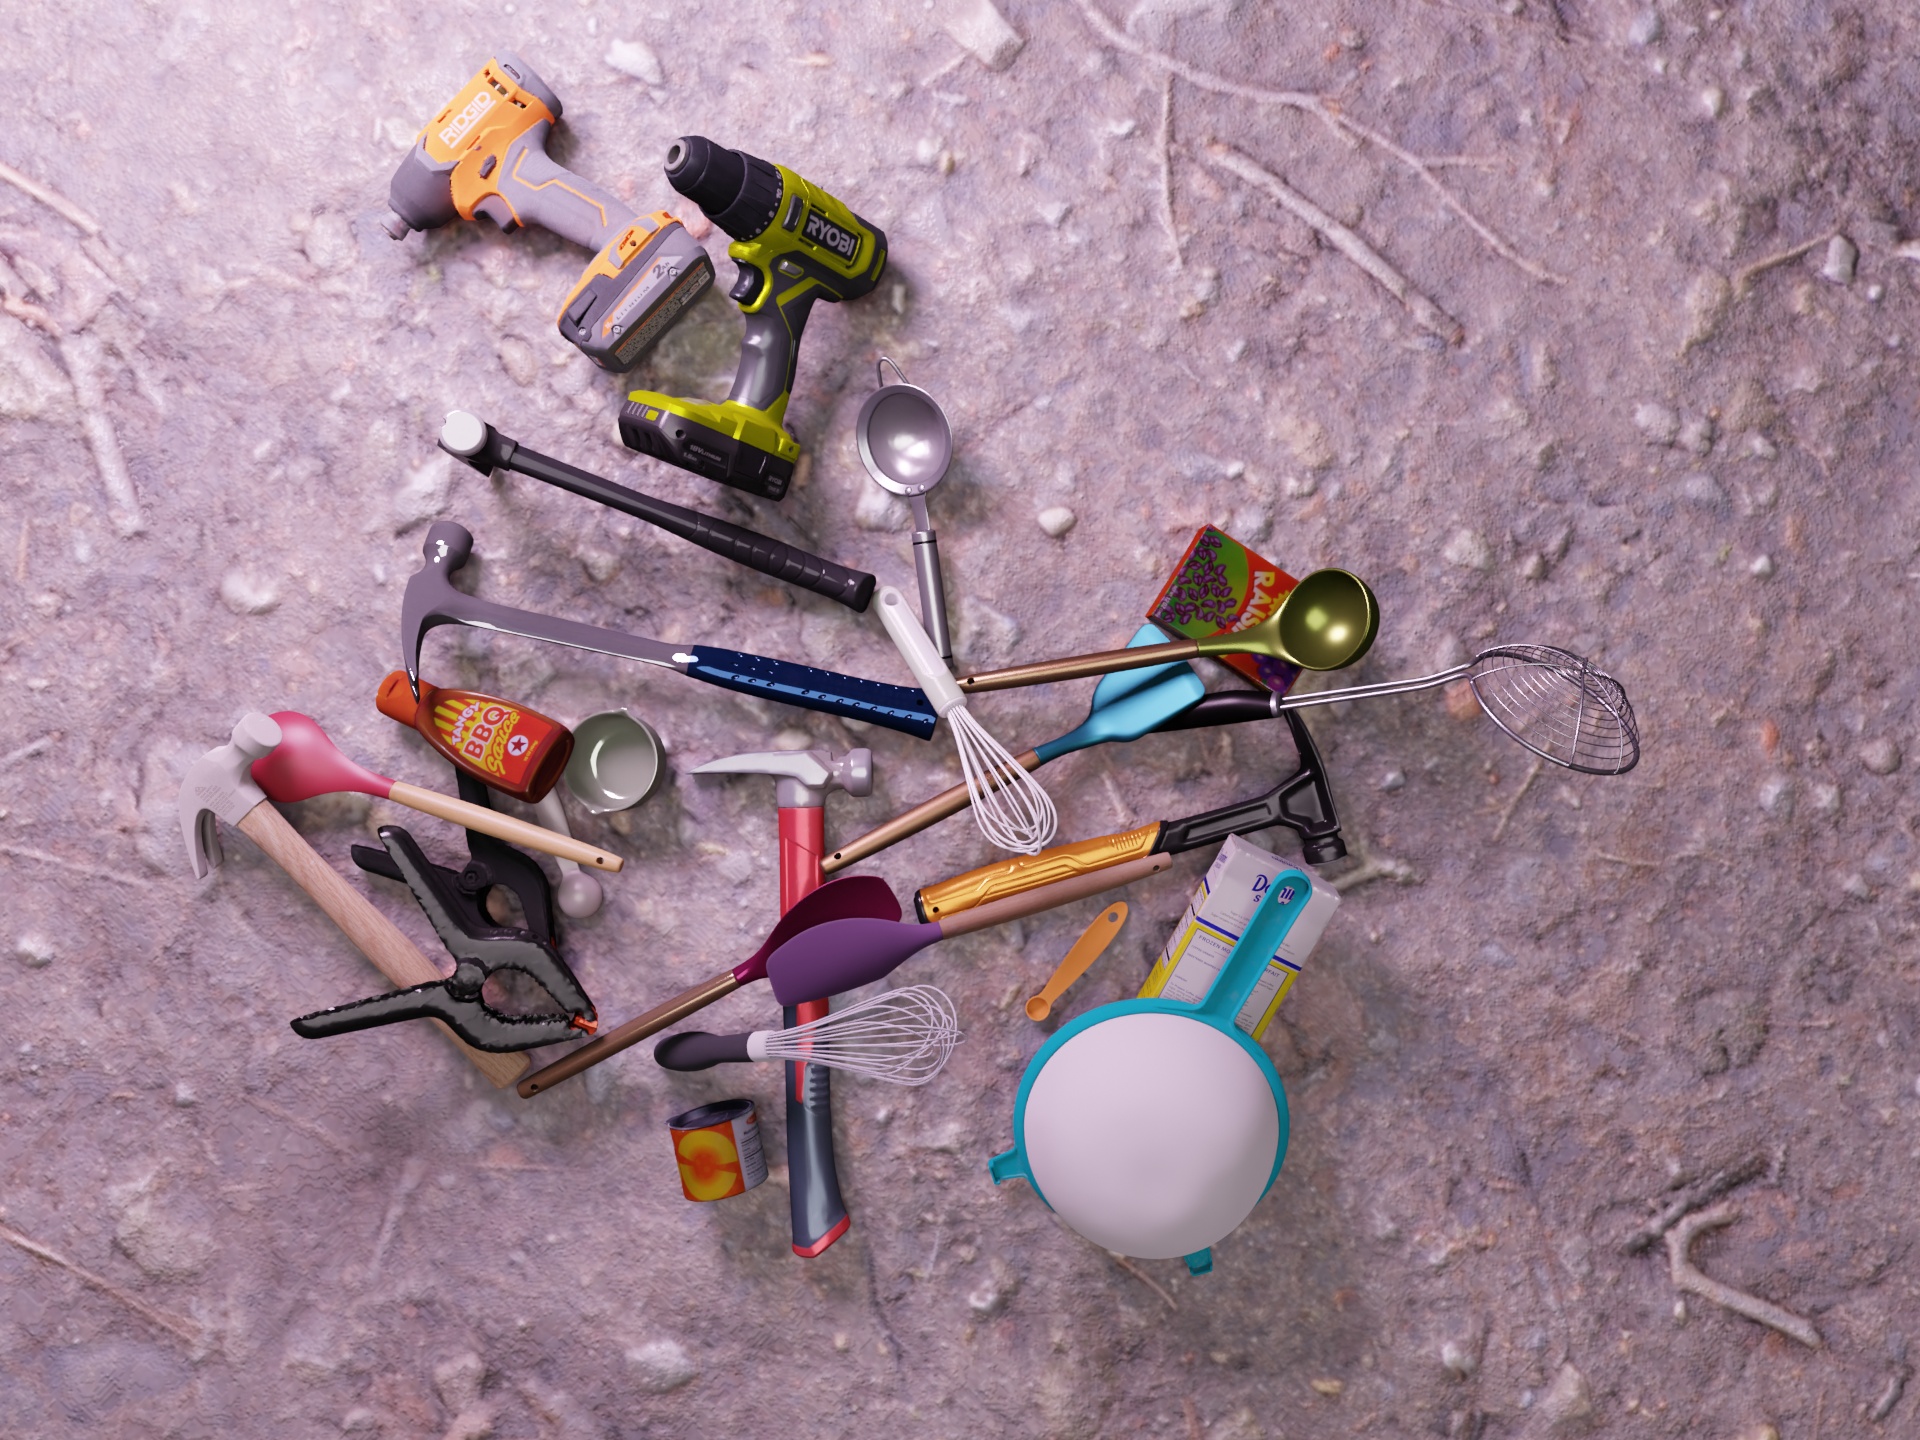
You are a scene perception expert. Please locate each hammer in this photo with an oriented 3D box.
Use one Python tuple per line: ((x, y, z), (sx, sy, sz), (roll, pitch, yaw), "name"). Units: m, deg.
((-0.216, -0.042, 1.198), (0.405, 0.035, 0.144), (13, 58, -7), "hammer")
((-0.135, 0.216, 1.221), (0.143, 0.038, 0.386), (-1, 90, -1), "hammer")
((-0.219, -0.152, 1.188), (0.334, 0.146, 0.035), (20, 90, -14), "hammer")
((0.125, 0.094, 1.234), (0.337, 0.034, 0.127), (-17, 92, -2), "hammer")
((-0.451, 0.153, 1.194), (0.130, 0.031, 0.331), (-39, 98, 21), "hammer")

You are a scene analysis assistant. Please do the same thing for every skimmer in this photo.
((0.299, 0.006, 1.169), (0.363, 0.127, 0.090), (-8, 116, 27), "skimmer")

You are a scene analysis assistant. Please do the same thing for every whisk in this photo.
((-0.002, -0.004, 1.183), (0.058, 0.059, 0.246), (-23, 67, -20), "whisk")
((-0.117, 0.235, 1.154), (0.284, 0.070, 0.070), (-11, 91, 33), "whisk")

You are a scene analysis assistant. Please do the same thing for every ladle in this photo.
((-0.398, 0.061, 1.185), (0.315, 0.031, 0.069), (17, 90, 6), "ladle")
((0.150, -0.054, 1.189), (0.320, 0.062, 0.078), (-9, 70, 6), "ladle")

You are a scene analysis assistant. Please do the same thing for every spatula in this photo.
((0.033, 0.033, 1.208), (0.317, 0.044, 0.082), (-28, 58, -10), "spatula")
((0.009, 0.148, 1.194), (0.316, 0.018, 0.059), (-16, 110, -6), "spatula")

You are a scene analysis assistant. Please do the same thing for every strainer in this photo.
((0.171, 0.266, 1.163), (0.211, 0.095, 0.340), (26, 106, -3), "strainer")
((-0.029, -0.149, 1.224), (0.087, 0.050, 0.258), (-3, 98, 33), "strainer")

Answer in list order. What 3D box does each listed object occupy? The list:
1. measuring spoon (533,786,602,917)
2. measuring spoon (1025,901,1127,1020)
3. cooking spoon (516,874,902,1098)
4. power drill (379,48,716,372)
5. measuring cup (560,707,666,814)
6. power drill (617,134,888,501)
((-0.309, 0.093, 1.221), (0.034, 0.018, 0.124), (-20, 90, -2), "measuring spoon")
((0.091, 0.187, 1.247), (0.021, 0.011, 0.117), (41, 85, -6), "measuring spoon")
((-0.190, 0.204, 1.192), (0.319, 0.017, 0.068), (-28, 108, 1), "cooking spoon")
((-0.315, -0.368, 1.191), (0.226, 0.084, 0.164), (44, 89, 2), "power drill")
((-0.303, 0.020, 1.218), (0.167, 0.038, 0.083), (16, 89, 12), "measuring cup")
((-0.162, -0.291, 1.155), (0.080, 0.190, 0.228), (23, 94, 41), "power drill")
